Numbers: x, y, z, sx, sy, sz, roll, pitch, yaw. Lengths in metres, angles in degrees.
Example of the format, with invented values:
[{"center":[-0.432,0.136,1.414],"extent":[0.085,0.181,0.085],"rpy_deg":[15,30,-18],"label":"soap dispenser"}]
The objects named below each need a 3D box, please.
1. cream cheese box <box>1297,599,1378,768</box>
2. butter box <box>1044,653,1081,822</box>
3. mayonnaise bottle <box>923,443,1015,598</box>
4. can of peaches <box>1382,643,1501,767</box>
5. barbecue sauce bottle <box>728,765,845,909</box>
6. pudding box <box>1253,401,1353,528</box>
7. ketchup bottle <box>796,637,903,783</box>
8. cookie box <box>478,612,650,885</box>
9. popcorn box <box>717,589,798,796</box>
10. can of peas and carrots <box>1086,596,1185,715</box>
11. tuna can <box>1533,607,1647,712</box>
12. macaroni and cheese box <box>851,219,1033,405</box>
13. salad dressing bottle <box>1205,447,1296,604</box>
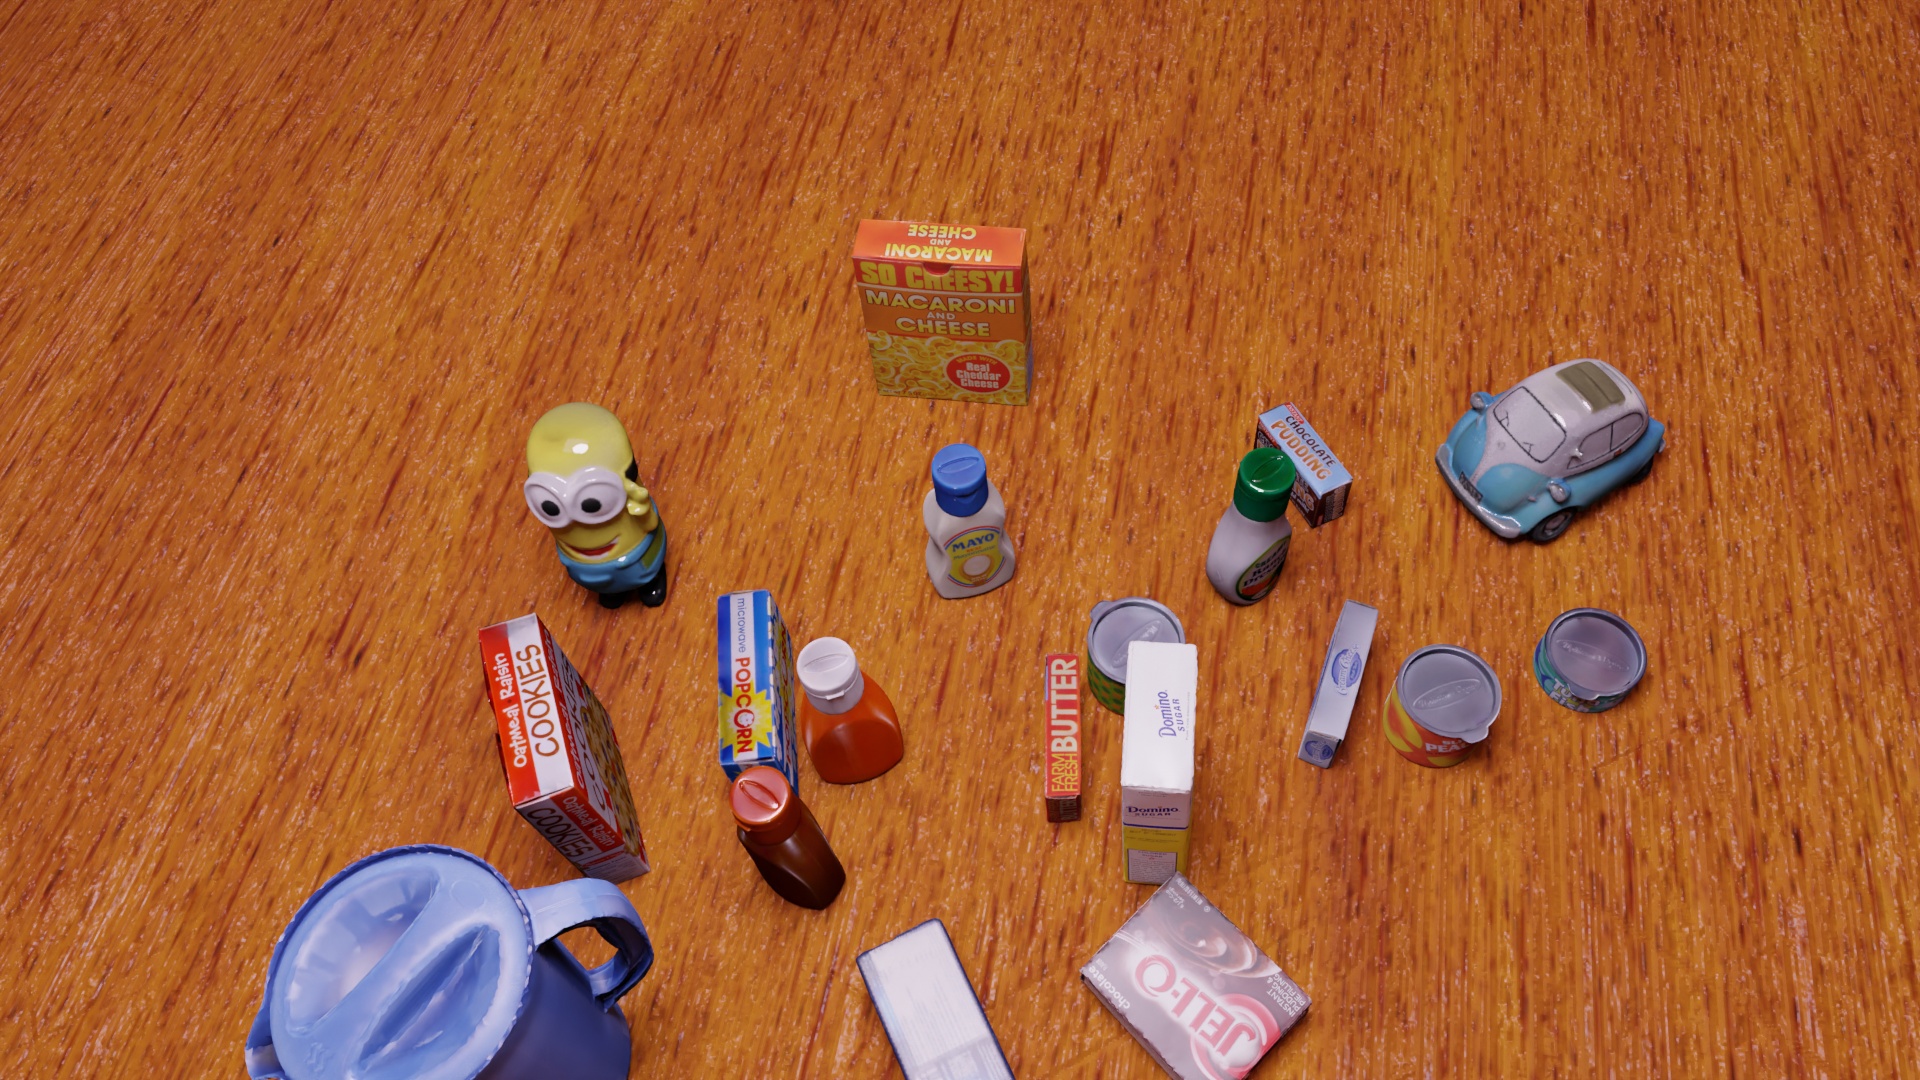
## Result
[{"center":[0.256,0.097,0.940],"extent":[0.024,0.053,0.104],"rpy_deg":[17,62,14],"label":"cream cheese box"},{"center":[0.069,0.133,0.935],"extent":[0.024,0.053,0.104],"rpy_deg":[-1,60,4],"label":"butter box"},{"center":[0.003,-0.012,0.971],"extent":[0.065,0.147,0.041],"rpy_deg":[-17,60,-5],"label":"mayonnaise bottle"},{"center":[0.320,0.113,0.923],"extent":[0.071,0.057,0.071],"rpy_deg":[-2,59,4],"label":"can of peaches"},{"center":[-0.111,0.184,0.864],"extent":[0.065,0.148,0.044],"rpy_deg":[30,67,20],"label":"barbecue sauce bottle"},{"center":[0.254,-0.057,1.034],"extent":[0.030,0.049,0.084],"rpy_deg":[-25,61,-10],"label":"pudding box"},{"center":[-0.076,0.112,0.903],"extent":[0.065,0.148,0.044],"rpy_deg":[-17,60,-5],"label":"ketchup bottle"},{"center":[-0.253,0.139,0.891],"extent":[0.040,0.166,0.123],"rpy_deg":[-20,60,-7],"label":"cookie box"},{"center":[-0.138,0.108,0.947],"extent":[0.038,0.085,0.127],"rpy_deg":[-7,59,1],"label":"popcorn box"},{"center":[0.118,0.080,0.959],"extent":[0.071,0.058,0.071],"rpy_deg":[-2,59,4],"label":"can of peas and carrots"},{"center":[0.427,0.084,0.947],"extent":[0.071,0.032,0.071],"rpy_deg":[-2,59,3],"label":"tuna can"},{"center":[-0.009,-0.169,1.054],"extent":[0.124,0.165,0.040],"rpy_deg":[5,60,8],"label":"macaroni and cheese box"},{"center":[0.202,-0.009,0.953],"extent":[0.064,0.147,0.044],"rpy_deg":[-35,63,-15],"label":"salad dressing bottle"}]
